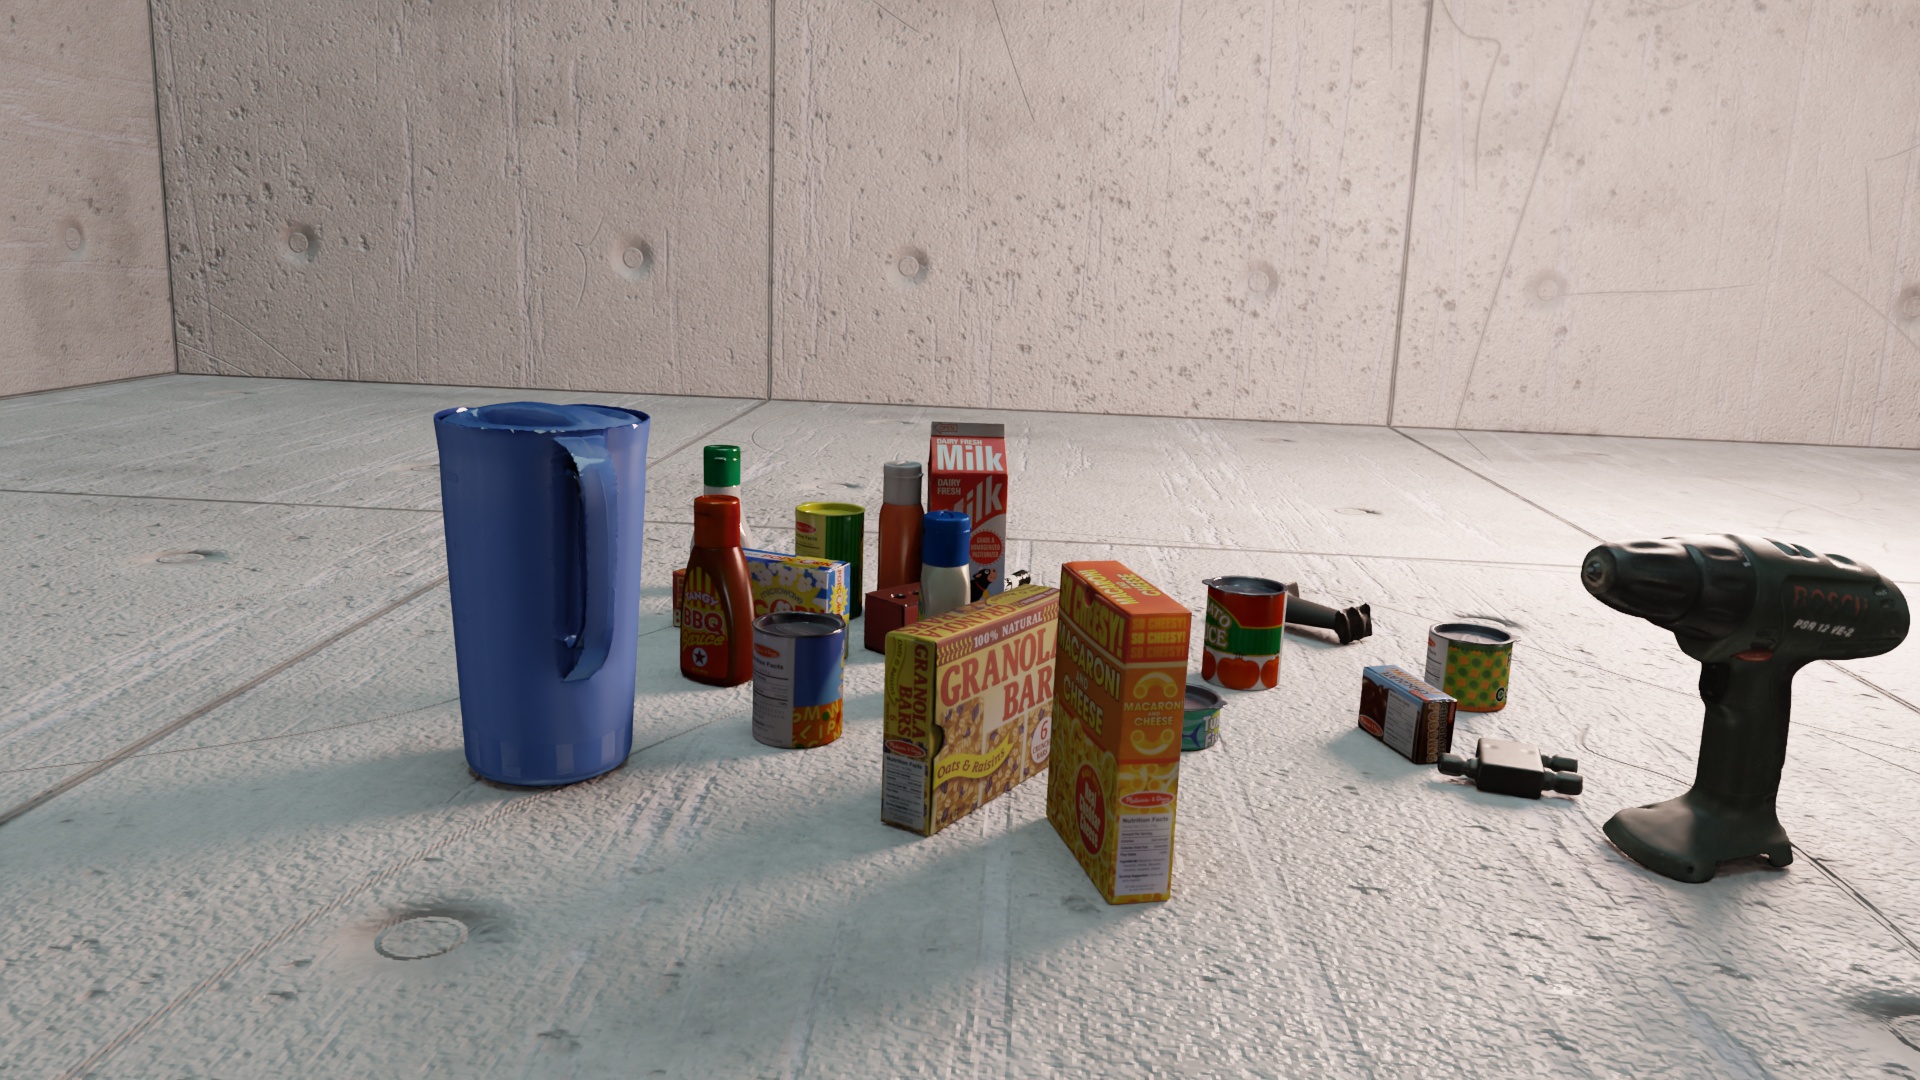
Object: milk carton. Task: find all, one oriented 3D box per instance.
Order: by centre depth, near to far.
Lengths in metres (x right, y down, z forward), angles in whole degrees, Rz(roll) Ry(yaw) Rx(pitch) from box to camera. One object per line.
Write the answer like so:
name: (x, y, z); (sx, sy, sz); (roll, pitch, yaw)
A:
milk carton: (0.005, -0.016, 1.303); (0.072, 0.190, 0.073); (1, 12, -5)

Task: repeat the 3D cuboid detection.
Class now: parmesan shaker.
parmesan shaker: (-0.126, 0.019, 1.324); (0.071, 0.102, 0.071); (2, 12, 0)

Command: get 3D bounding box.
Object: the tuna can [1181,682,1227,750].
tuna can: (0.161, 0.130, 1.025); (0.071, 0.032, 0.071); (2, 12, 0)

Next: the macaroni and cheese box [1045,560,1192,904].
macaroni and cheese box: (0.088, 0.106, 0.805); (0.040, 0.166, 0.124); (-1, 12, -13)

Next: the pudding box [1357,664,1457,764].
pudding box: (0.328, 0.127, 1.026); (0.030, 0.049, 0.084); (-1, 12, -14)

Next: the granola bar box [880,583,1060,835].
granola bar box: (0.013, 0.104, 0.901); (0.039, 0.124, 0.166); (9, 14, 32)

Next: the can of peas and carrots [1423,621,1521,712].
can of peas and carrots: (0.417, 0.103, 1.133); (0.071, 0.058, 0.071); (2, 12, 0)

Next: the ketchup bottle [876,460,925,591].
ketchup bottle: (-0.056, 0.000, 1.315); (0.043, 0.148, 0.065); (5, 12, 12)

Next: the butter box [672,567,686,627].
butter box: (-0.211, 0.056, 1.253); (0.103, 0.053, 0.024); (7, 12, 20)

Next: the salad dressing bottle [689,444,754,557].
salad dressing bottle: (-0.237, -0.021, 1.383); (0.064, 0.147, 0.044); (2, 12, -2)

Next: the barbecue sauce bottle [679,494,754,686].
barbecue sauce bottle: (-0.195, 0.039, 1.111); (0.065, 0.148, 0.044); (9, 14, 32)

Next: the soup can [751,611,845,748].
soup can: (-0.115, 0.099, 0.999); (0.071, 0.083, 0.071); (2, 12, 0)

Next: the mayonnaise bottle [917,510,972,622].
mayonnaise bottle: (-0.014, 0.052, 1.081); (0.041, 0.147, 0.065); (1, 12, -7)

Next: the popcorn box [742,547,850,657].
popcorn box: (-0.159, 0.055, 1.192); (0.127, 0.085, 0.038); (7, 13, 23)

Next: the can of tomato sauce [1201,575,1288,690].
can of tomato sauce: (0.236, 0.077, 1.165); (0.071, 0.083, 0.071); (2, 12, 0)
